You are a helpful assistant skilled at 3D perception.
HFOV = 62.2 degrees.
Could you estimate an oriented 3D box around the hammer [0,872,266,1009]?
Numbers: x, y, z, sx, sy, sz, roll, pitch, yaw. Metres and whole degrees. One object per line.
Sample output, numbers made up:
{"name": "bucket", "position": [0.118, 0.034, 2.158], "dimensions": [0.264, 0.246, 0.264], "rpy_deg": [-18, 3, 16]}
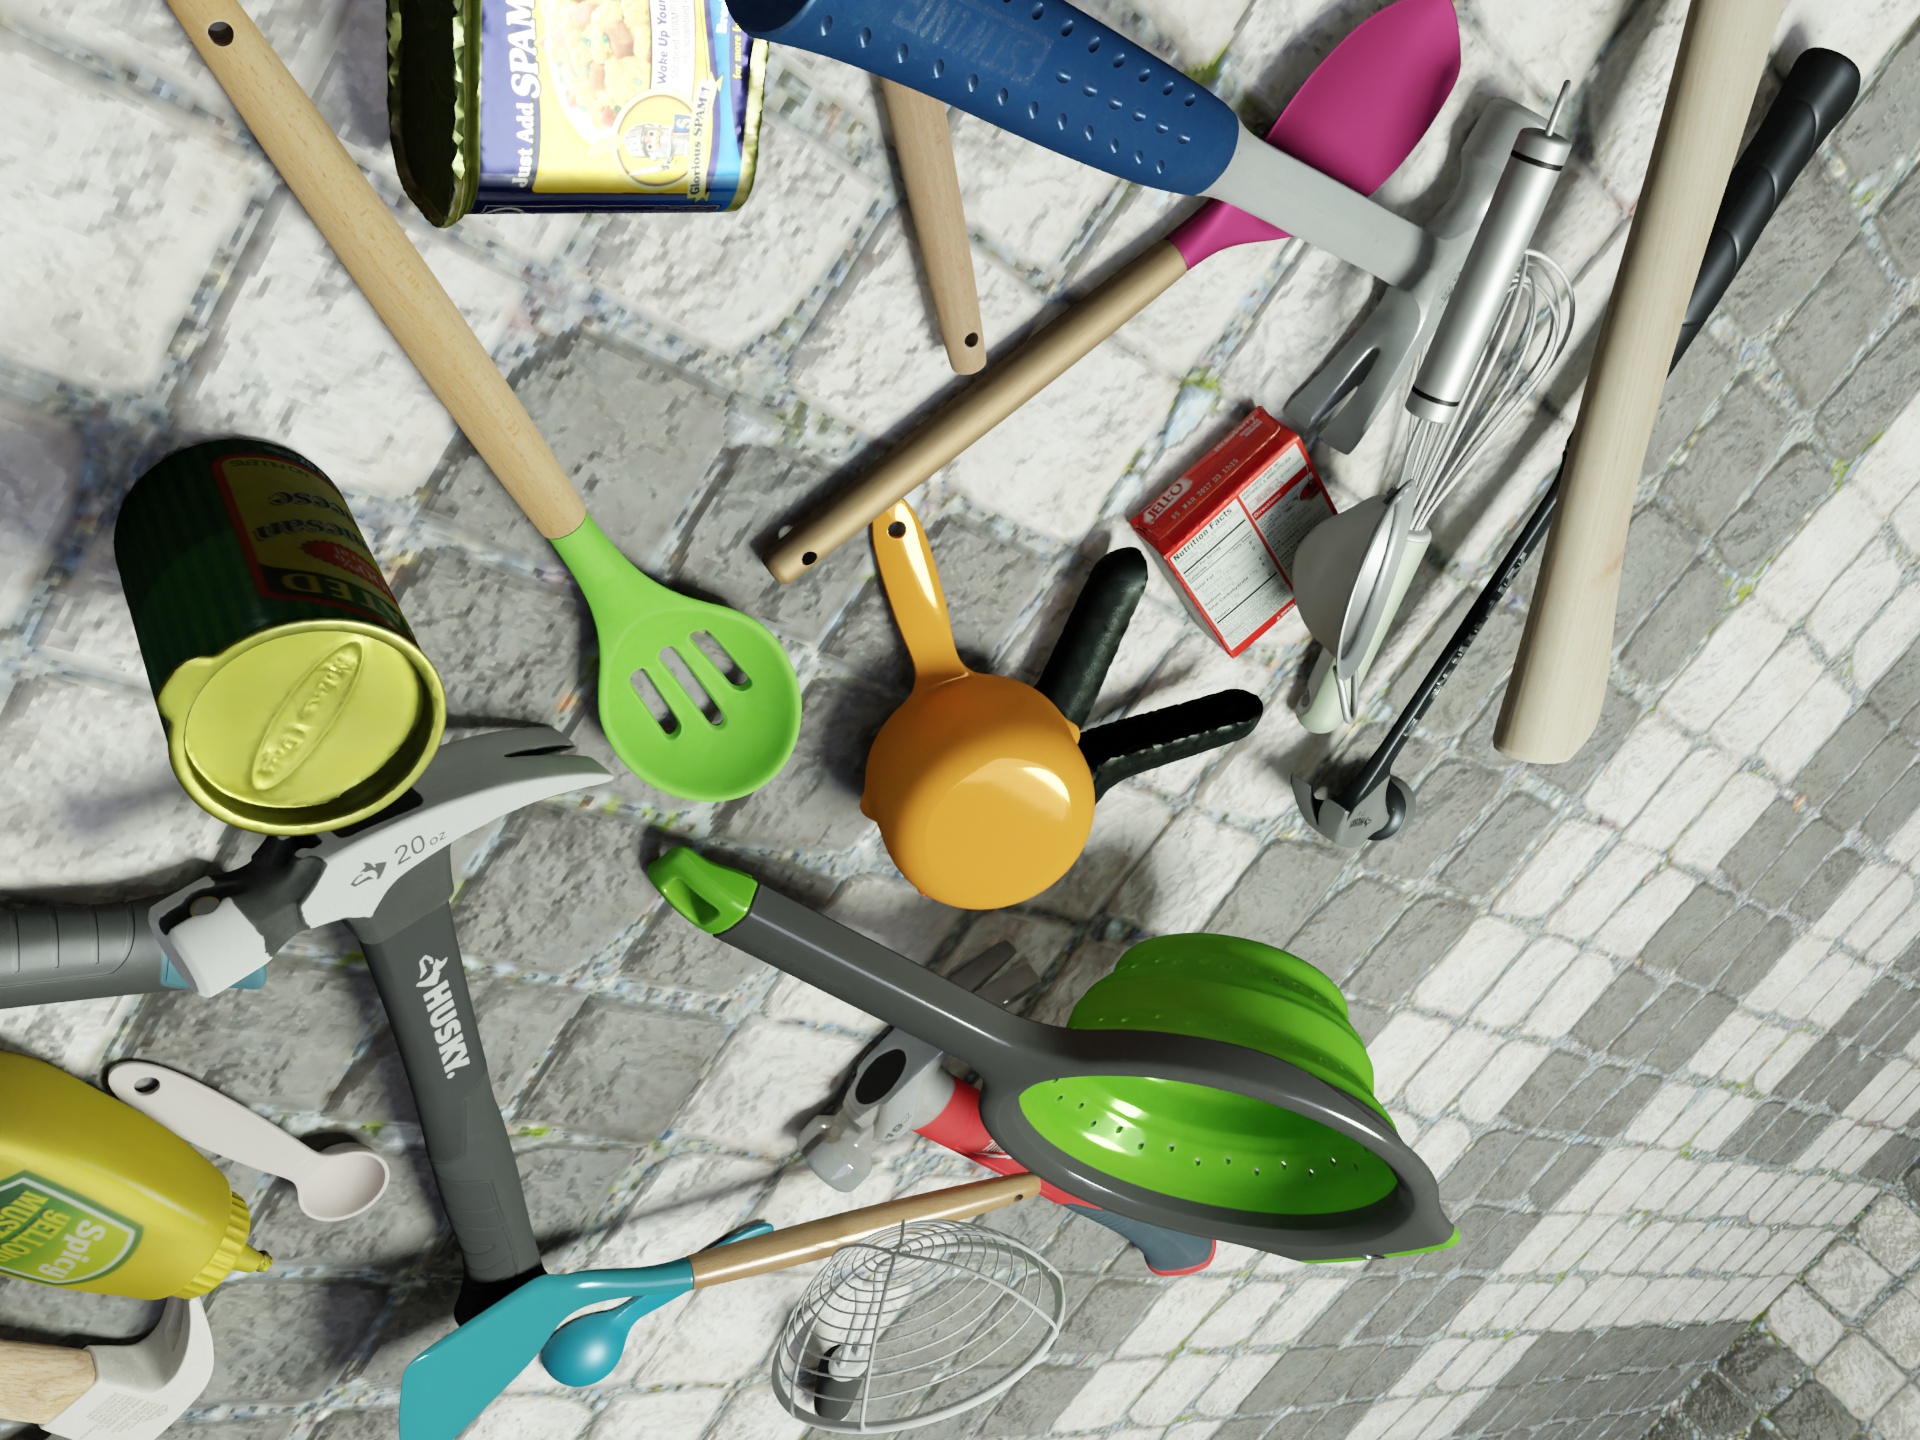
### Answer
{"name": "hammer", "position": [-0.367, 0.074, 0.438], "dimensions": [0.330, 0.033, 0.128], "rpy_deg": [-1, 124, -36]}

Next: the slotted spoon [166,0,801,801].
{"name": "slotted spoon", "position": [-0.132, -0.080, 0.487], "dimensions": [0.070, 0.031, 0.313], "rpy_deg": [-33, 136, -5]}

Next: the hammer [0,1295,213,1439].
{"name": "hammer", "position": [-0.377, 0.200, 0.511], "dimensions": [0.130, 0.031, 0.331], "rpy_deg": [-41, 146, -4]}

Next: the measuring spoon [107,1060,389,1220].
{"name": "measuring spoon", "position": [-0.266, 0.153, 0.596], "dimensions": [0.034, 0.018, 0.124], "rpy_deg": [-44, 131, -4]}

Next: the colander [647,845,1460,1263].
{"name": "colander", "position": [0.051, 0.122, 0.701], "dimensions": [0.396, 0.095, 0.204], "rpy_deg": [31, 145, -20]}

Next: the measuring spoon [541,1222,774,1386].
{"name": "measuring spoon", "position": [-0.146, 0.292, 0.790], "dimensions": [0.128, 0.021, 0.042], "rpy_deg": [-30, 137, -11]}

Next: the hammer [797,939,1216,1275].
{"name": "hammer", "position": [0.069, 0.244, 0.898], "dimensions": [0.143, 0.038, 0.385], "rpy_deg": [-46, 138, 2]}

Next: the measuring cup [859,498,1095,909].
{"name": "measuring cup", "position": [-0.001, -0.002, 0.607], "dimensions": [0.095, 0.052, 0.173], "rpy_deg": [-19, 123, -3]}

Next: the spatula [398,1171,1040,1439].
{"name": "spatula", "position": [-0.097, 0.259, 0.735], "dimensions": [0.317, 0.044, 0.082], "rpy_deg": [-7, 128, -27]}

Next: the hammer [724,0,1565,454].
{"name": "hammer", "position": [0.078, -0.165, 0.486], "dimensions": [0.405, 0.035, 0.144], "rpy_deg": [-5, 131, -54]}

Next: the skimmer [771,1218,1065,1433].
{"name": "skimmer", "position": [-0.038, 0.326, 0.775], "dimensions": [0.127, 0.090, 0.363], "rpy_deg": [-20, 152, -21]}

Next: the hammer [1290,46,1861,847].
{"name": "hammer", "position": [0.278, -0.111, 0.736], "dimensions": [0.149, 0.036, 0.409], "rpy_deg": [-1, 124, -60]}

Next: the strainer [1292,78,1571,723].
{"name": "strainer", "position": [0.178, -0.117, 0.618], "dimensions": [0.087, 0.050, 0.258], "rpy_deg": [-37, 149, -55]}

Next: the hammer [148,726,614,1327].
{"name": "hammer", "position": [-0.189, 0.143, 0.609], "dimensions": [0.146, 0.035, 0.334], "rpy_deg": [-35, 146, -34]}

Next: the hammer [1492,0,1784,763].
{"name": "hammer", "position": [0.270, -0.174, 0.631], "dimensions": [0.146, 0.038, 0.410], "rpy_deg": [-7, 115, -33]}

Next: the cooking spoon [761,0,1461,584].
{"name": "cooking spoon", "position": [0.057, -0.152, 0.571], "dimensions": [0.319, 0.017, 0.068], "rpy_deg": [-39, 142, -3]}

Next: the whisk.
{"name": "whisk", "position": [0.202, -0.094, 0.713], "dimensions": [0.059, 0.058, 0.246], "rpy_deg": [14, 124, -4]}

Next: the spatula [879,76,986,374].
{"name": "spatula", "position": [-0.028, -0.232, 0.442], "dimensions": [0.060, 0.018, 0.315], "rpy_deg": [-27, 135, -12]}
